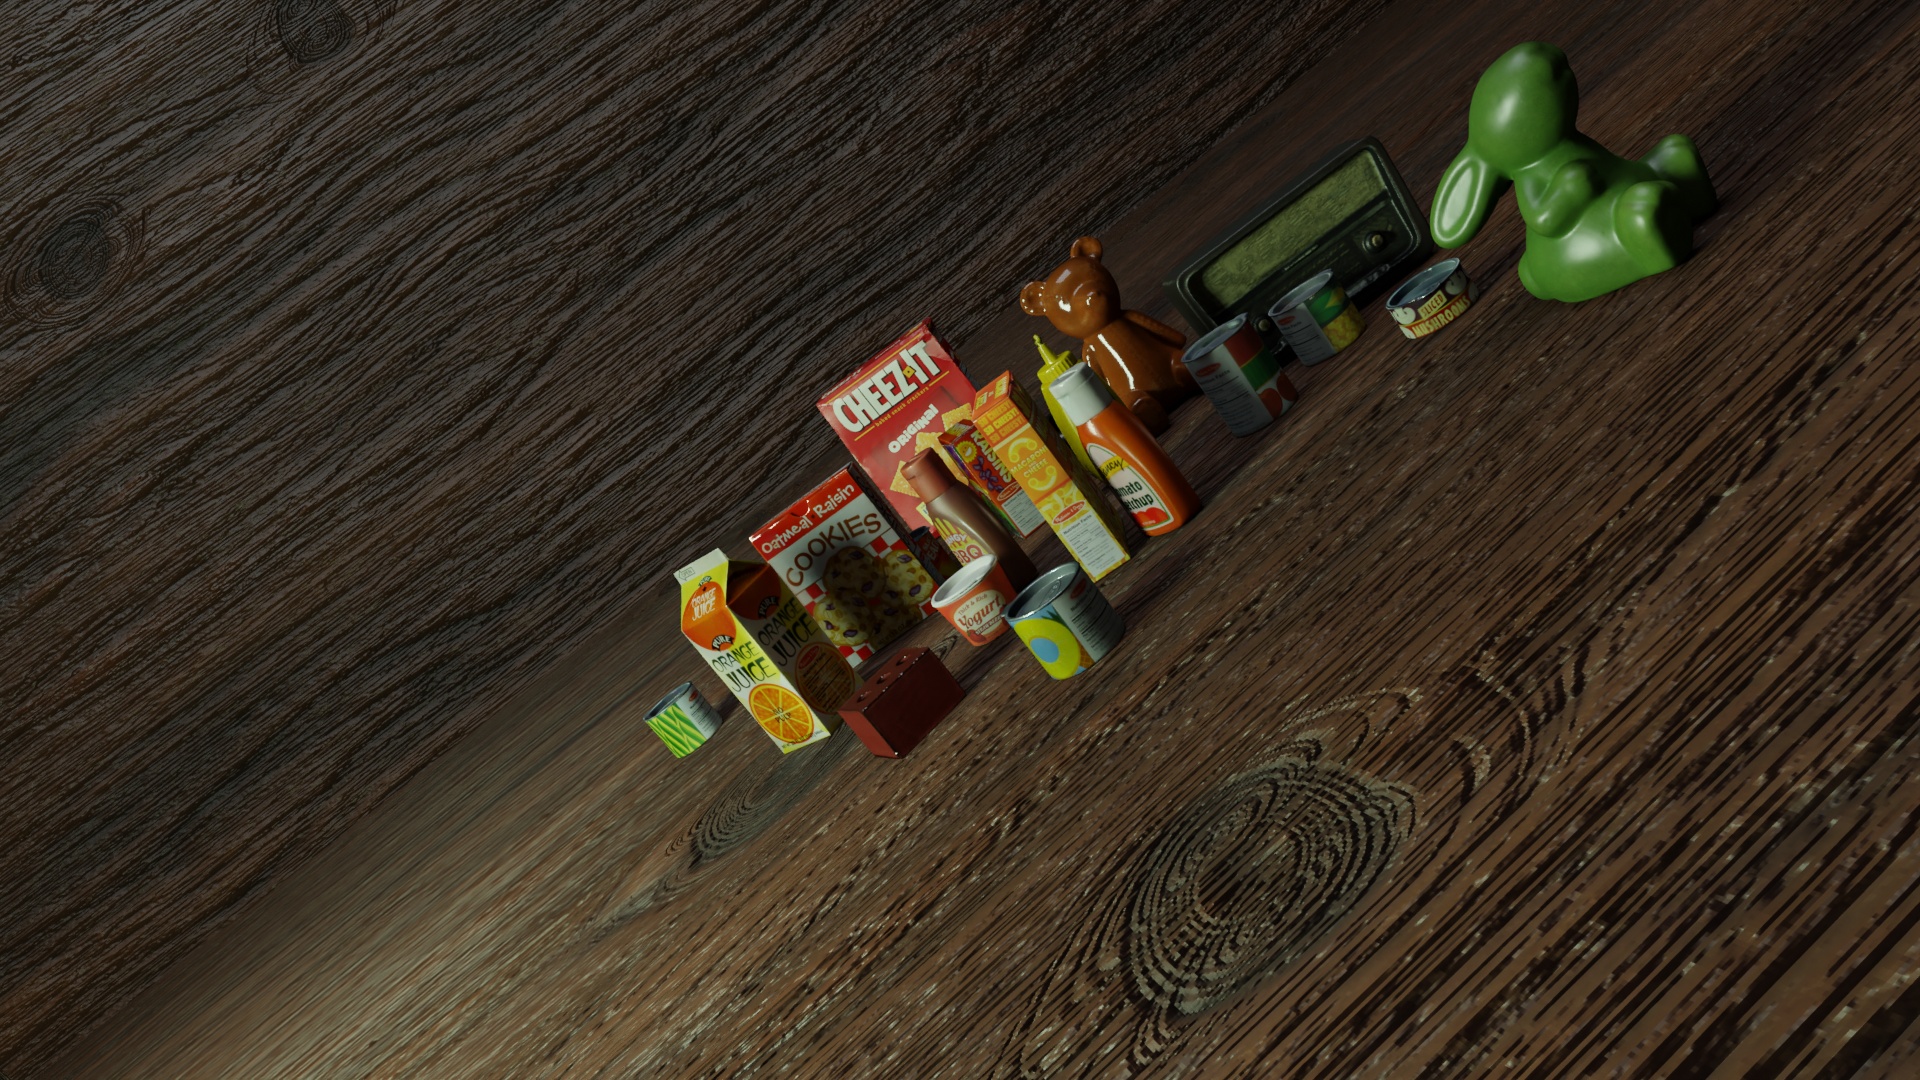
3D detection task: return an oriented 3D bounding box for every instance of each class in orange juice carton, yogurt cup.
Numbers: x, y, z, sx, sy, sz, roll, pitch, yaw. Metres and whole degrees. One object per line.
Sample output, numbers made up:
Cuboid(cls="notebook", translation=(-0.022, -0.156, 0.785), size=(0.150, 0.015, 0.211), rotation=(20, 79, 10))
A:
Cuboid(cls="orange juice carton", translation=(-0.180, 0.092, 1.260), size=(0.071, 0.192, 0.073), rotation=(-28, 15, 40))
Cuboid(cls="yogurt cup", translation=(0.017, 0.053, 1.180), size=(0.072, 0.054, 0.072), rotation=(-36, 12, 9))

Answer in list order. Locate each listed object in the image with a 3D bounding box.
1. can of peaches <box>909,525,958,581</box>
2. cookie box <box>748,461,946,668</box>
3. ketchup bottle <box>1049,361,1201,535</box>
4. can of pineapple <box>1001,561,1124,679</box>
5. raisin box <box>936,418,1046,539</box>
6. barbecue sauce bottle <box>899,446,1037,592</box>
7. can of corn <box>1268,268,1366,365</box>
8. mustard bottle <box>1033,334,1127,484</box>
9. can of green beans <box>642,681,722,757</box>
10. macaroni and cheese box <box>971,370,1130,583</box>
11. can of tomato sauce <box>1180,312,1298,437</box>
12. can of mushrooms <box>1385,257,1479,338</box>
Cuboid(cls="can of peaches", translation=(-0.042, 0.026, 1.441), size=(0.071, 0.058, 0.071), rotation=(-36, 12, 9))
Cuboid(cls="cookie box", translation=(-0.107, 0.024, 1.368), size=(0.123, 0.167, 0.040), rotation=(-35, 12, 11))
Cuboid(cls="ketchup bottle", translation=(0.128, -0.073, 1.106), size=(0.044, 0.148, 0.064), rotation=(-43, 13, -26))
Cuboid(cls="can of pineapple", translation=(0.073, 0.057, 0.990), size=(0.071, 0.058, 0.071), rotation=(-36, 12, 9))
Cuboid(cls="raisin box", translation=(0.032, -0.063, 1.406), size=(0.040, 0.123, 0.086), rotation=(-38, 12, -3))
Cuboid(cls="barbecue sauce bottle", translation=(0.004, -0.016, 1.245), size=(0.044, 0.148, 0.064), rotation=(-44, 13, -30))
Cuboid(cls="can of corn", translation=(0.322, -0.200, 1.246), size=(0.071, 0.058, 0.071), rotation=(-36, 12, 9))
Cuboid(cls="mustard bottle", translation=(0.116, -0.130, 1.326), size=(0.065, 0.160, 0.049), rotation=(-41, 12, -17))
Cuboid(cls="can of green beans", translation=(-0.308, 0.200, 1.550), size=(0.071, 0.057, 0.071), rotation=(-36, 12, 9))
Cuboid(cls="macaroni and cheese box", translation=(0.076, -0.057, 1.153), size=(0.040, 0.166, 0.124), rotation=(-35, 12, 12))
Cuboid(cls="can of tomato sauce", translation=(0.242, -0.142, 1.196), size=(0.071, 0.083, 0.071), rotation=(-36, 12, 9))
Cuboid(cls="can of mushrooms", translation=(0.380, -0.194, 1.117), size=(0.071, 0.033, 0.071), rotation=(-36, 12, 9))
